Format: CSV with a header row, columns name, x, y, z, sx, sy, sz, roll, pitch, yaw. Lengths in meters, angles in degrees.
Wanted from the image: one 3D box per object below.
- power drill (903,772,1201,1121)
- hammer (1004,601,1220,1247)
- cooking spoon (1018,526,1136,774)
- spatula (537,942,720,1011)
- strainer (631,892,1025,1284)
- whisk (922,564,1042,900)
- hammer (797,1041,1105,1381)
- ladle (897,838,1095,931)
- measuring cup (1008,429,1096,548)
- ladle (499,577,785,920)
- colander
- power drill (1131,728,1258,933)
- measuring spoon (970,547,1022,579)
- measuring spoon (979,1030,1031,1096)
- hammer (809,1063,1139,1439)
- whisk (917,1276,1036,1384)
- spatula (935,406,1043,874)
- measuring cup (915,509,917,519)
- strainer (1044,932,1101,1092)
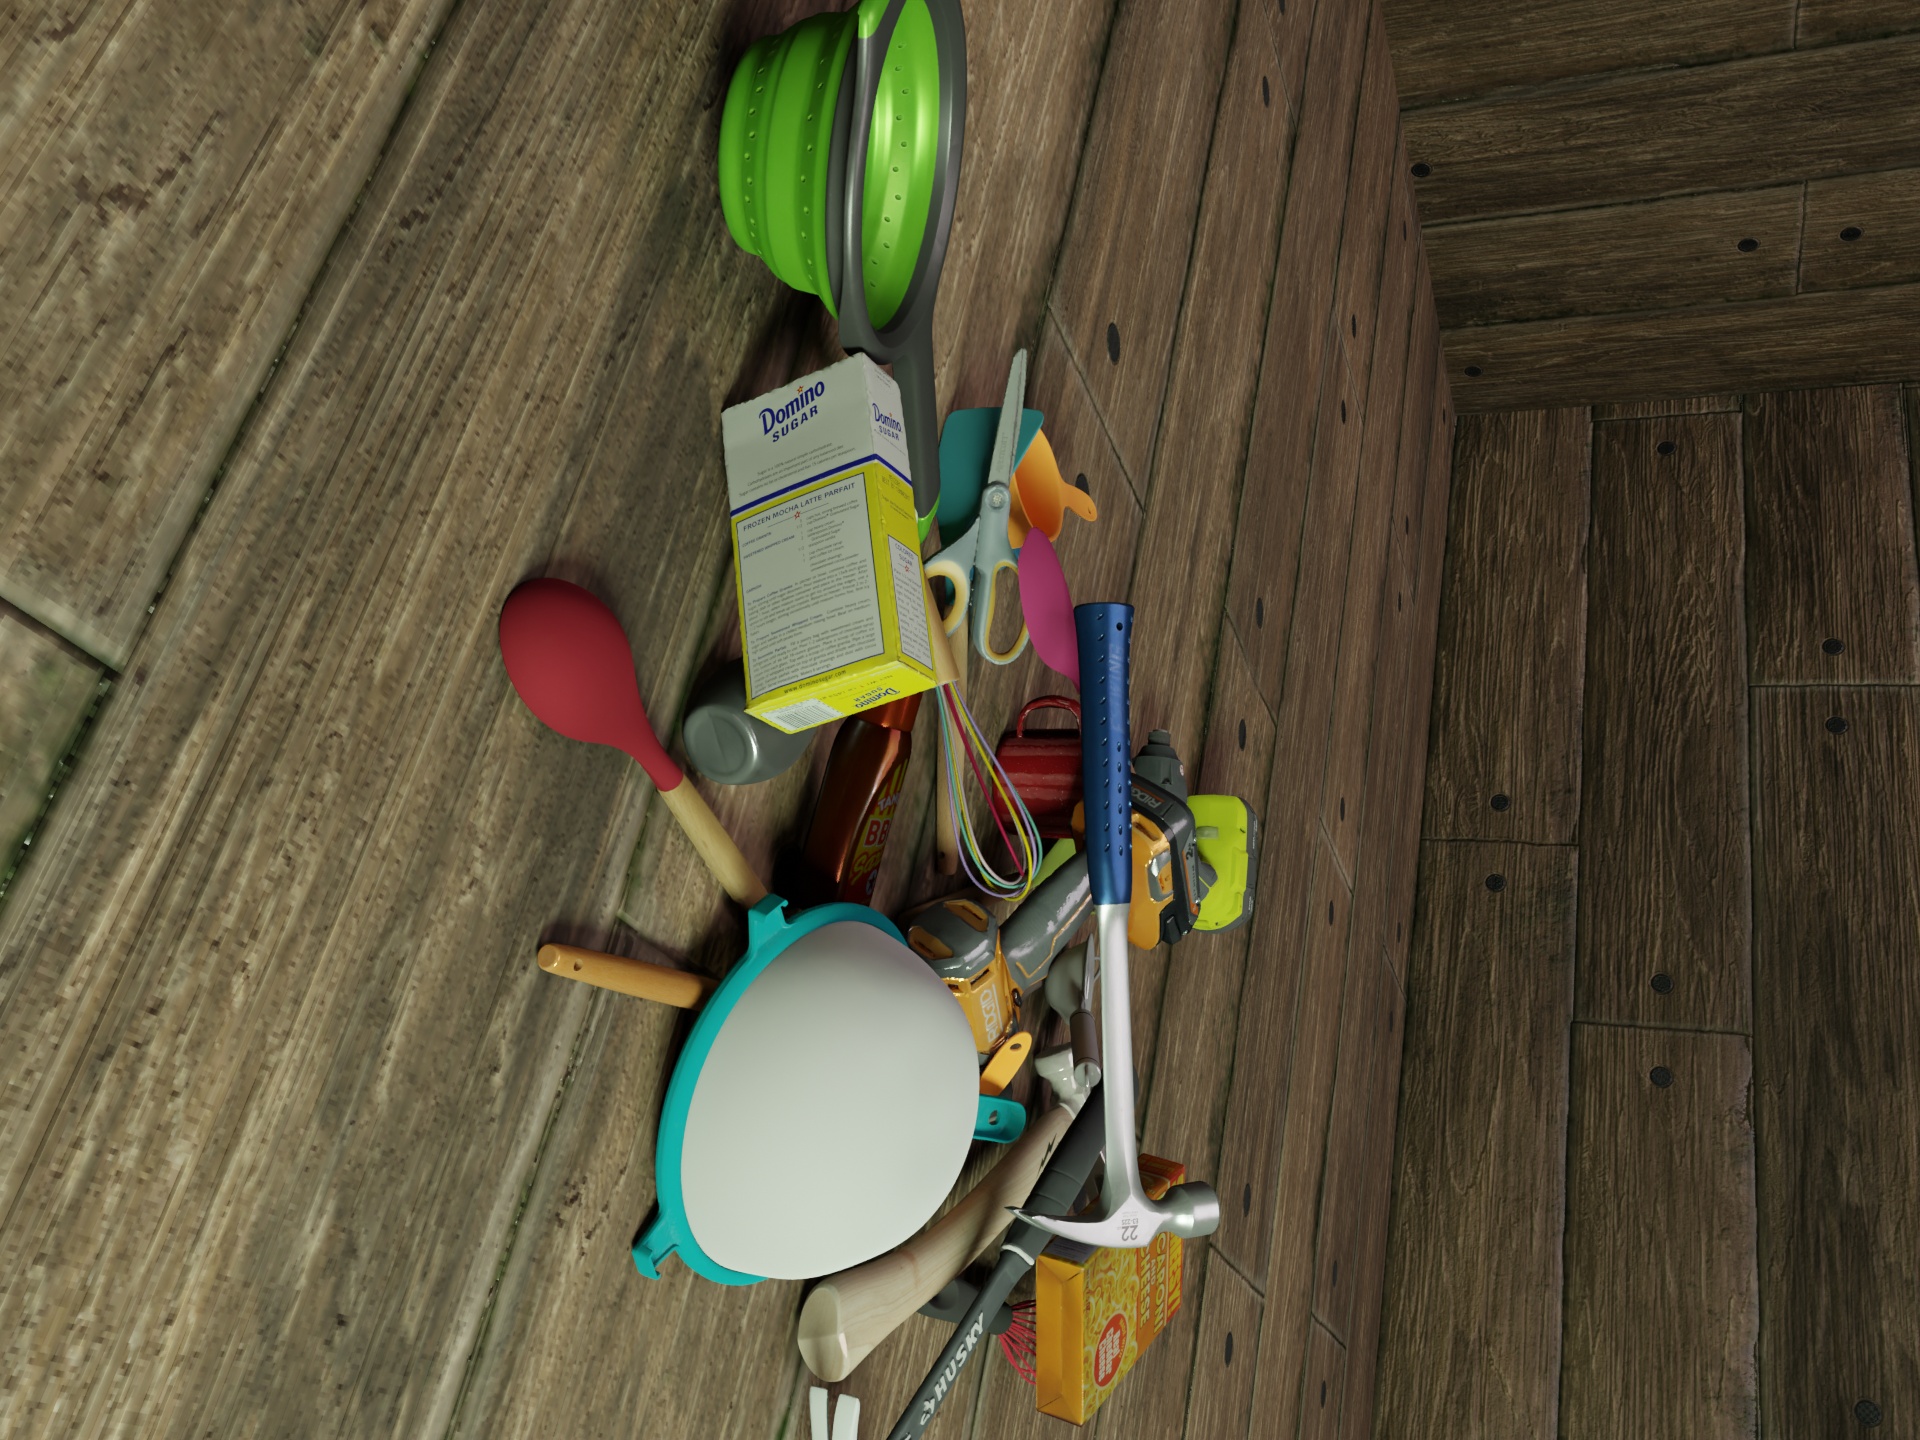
name,x,y,z,sx,sy,sz,roll,pitch,yaw
power drill,0.064,0.161,1.092,0.226,0.084,0.185,-34,134,-28
hammer,0.092,0.127,1.009,0.144,0.035,0.405,1,84,-29
cooking spoon,0.097,-0.006,1.116,0.318,0.017,0.069,64,37,-40
spatula,-0.108,0.152,0.839,0.322,0.041,0.081,34,73,-60
strainer,-0.022,0.226,0.890,0.340,0.095,0.211,28,78,-55
whisk,0.000,-0.004,1.006,0.047,0.051,0.245,153,-81,-79
hammer,0.016,0.345,1.075,0.410,0.038,0.146,-13,84,-63
ladle,0.047,0.123,1.165,0.320,0.062,0.078,-7,102,-63
measuring cup,0.050,-0.162,1.162,0.173,0.052,0.095,7,75,-66
ladle,-0.136,0.046,0.798,0.315,0.031,0.069,65,36,-46
colander,-0.065,-0.248,0.901,0.396,0.094,0.205,88,17,-53
power drill,0.210,0.112,1.498,0.223,0.080,0.171,28,65,-59
measuring spoon,0.021,-0.116,1.156,0.128,0.021,0.042,-25,91,-54
measuring spoon,0.015,0.242,1.046,0.117,0.021,0.011,-59,-153,28
hammer,0.025,0.347,1.006,0.409,0.036,0.149,-45,128,-51
whisk,0.036,0.433,1.143,0.295,0.073,0.073,45,50,-49
spatula,0.004,-0.053,1.076,0.044,0.082,0.317,-6,101,-52
measuring cup,-0.055,-0.069,0.969,0.083,0.038,0.167,-53,145,-52
strainer,0.089,0.223,1.199,0.258,0.050,0.087,-78,169,-80
